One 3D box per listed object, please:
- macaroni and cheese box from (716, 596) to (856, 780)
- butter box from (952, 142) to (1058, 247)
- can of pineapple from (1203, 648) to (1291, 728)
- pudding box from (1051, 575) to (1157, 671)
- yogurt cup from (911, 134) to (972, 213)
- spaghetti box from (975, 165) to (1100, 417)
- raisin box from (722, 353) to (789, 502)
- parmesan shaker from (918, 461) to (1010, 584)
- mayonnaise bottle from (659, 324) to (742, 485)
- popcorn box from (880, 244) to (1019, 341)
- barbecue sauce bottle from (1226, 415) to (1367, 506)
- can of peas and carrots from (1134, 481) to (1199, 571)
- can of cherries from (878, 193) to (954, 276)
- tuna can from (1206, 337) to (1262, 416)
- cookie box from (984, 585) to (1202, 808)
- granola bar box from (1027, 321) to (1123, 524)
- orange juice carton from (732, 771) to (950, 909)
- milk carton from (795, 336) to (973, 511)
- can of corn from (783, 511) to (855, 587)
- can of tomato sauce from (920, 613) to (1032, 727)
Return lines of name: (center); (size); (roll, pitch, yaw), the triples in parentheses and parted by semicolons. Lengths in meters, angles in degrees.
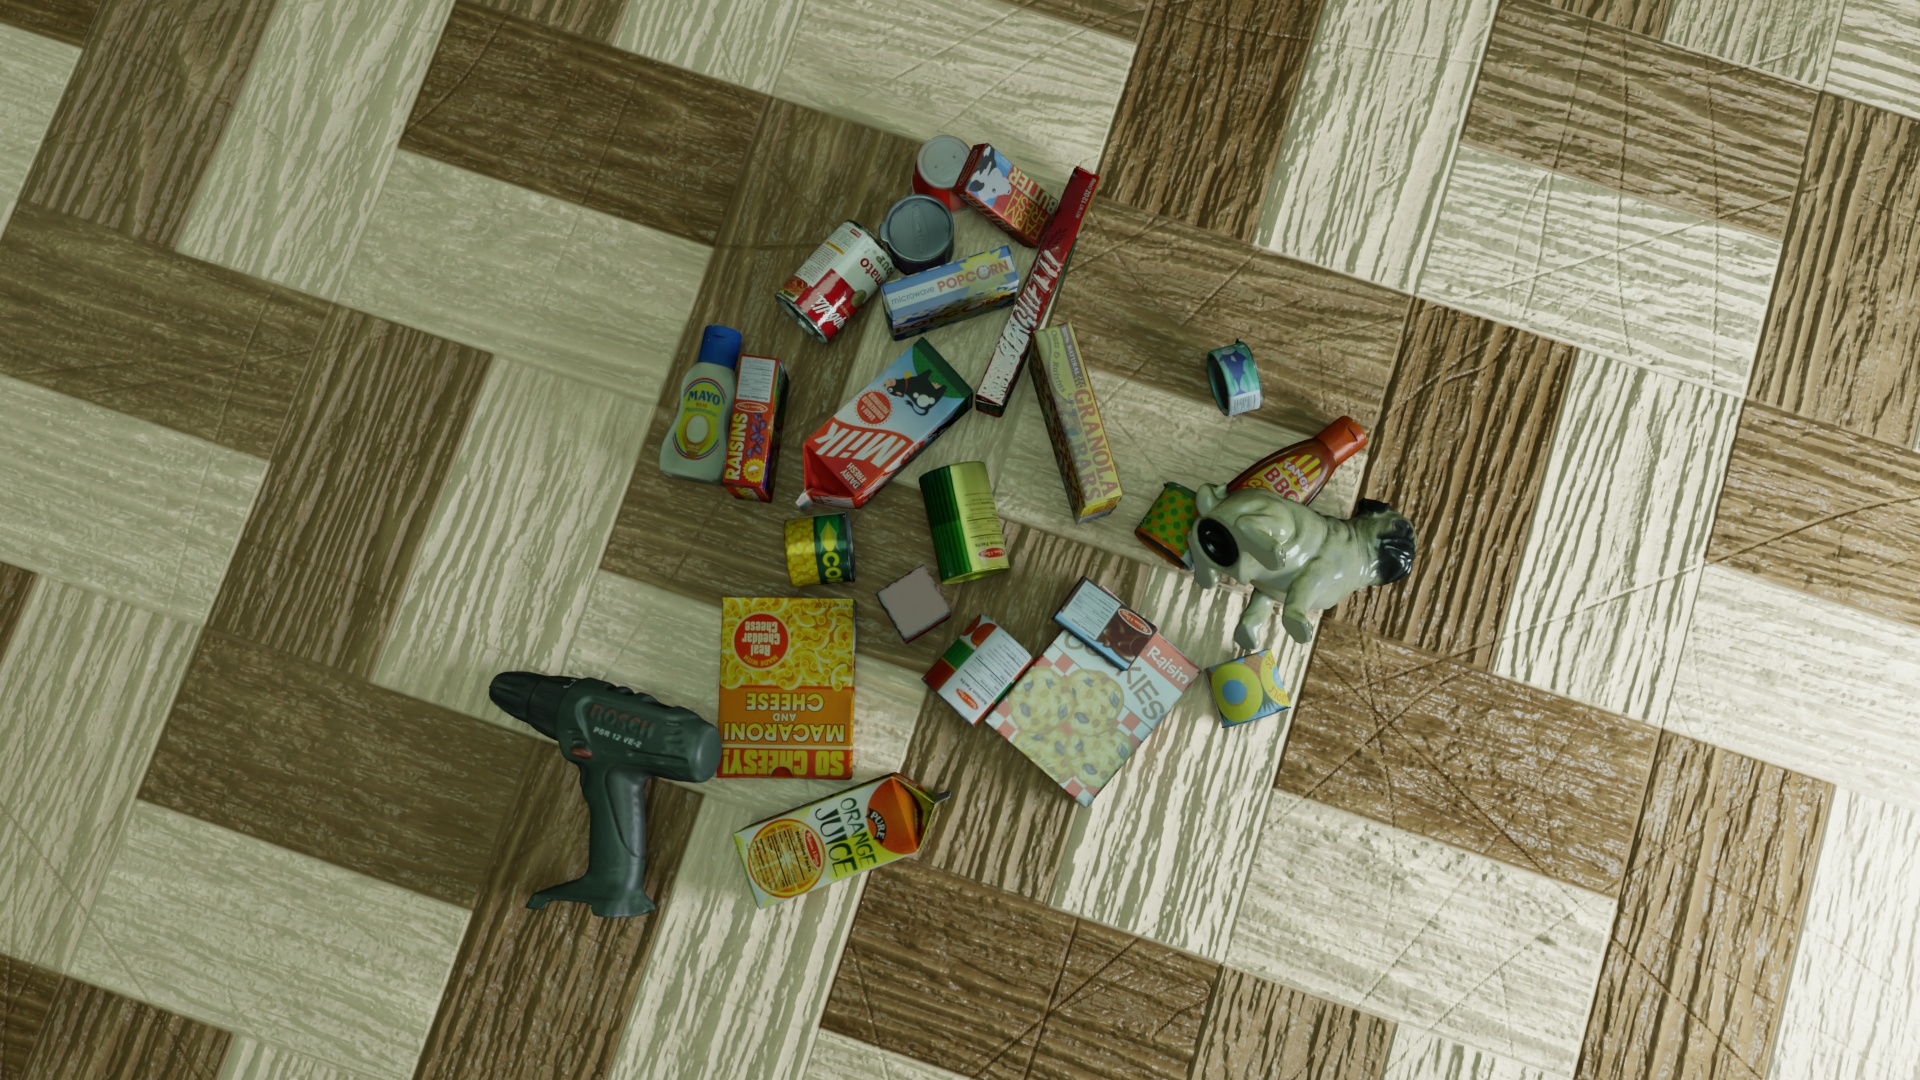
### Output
macaroni and cheese box: (-0.160, 0.137, 1.285); (0.124, 0.040, 0.166); (0, 82, 1)
butter box: (0.044, -0.329, 1.331); (0.103, 0.024, 0.053); (31, 80, -35)
can of pineapple: (0.264, 0.135, 1.274); (0.071, 0.071, 0.058); (-17, 83, -3)
pudding box: (0.130, 0.076, 1.259); (0.084, 0.030, 0.050); (35, 83, 5)
yogurt cup: (-0.015, -0.358, 1.348); (0.072, 0.054, 0.072); (0, 83, 0)
spaghetti box: (0.073, -0.237, 1.334); (0.029, 0.050, 0.250); (23, 83, 4)
raisin box: (-0.191, -0.103, 1.295); (0.040, 0.086, 0.123); (7, 82, -1)
parmesan shaker: (0.005, -0.016, 1.297); (0.071, 0.071, 0.103); (-13, 82, -2)
mayonnaise bottle: (-0.241, -0.129, 1.321); (0.065, 0.041, 0.148); (11, 83, 3)
popcorn box: (-0.011, -0.233, 1.315); (0.127, 0.085, 0.038); (-18, 84, -3)
barbecue sauce bottle: (0.316, -0.061, 1.314); (0.149, 0.043, 0.065); (-37, 90, -5)
can of peas and carrots: (0.203, -0.014, 1.297); (0.071, 0.071, 0.059); (35, 84, 4)
can of cherries: (-0.042, -0.292, 1.337); (0.071, 0.058, 0.071); (0, 83, 0)
tuna can: (0.258, -0.155, 1.316); (0.033, 0.071, 0.071); (-15, 83, -2)
cookie box: (0.123, 0.143, 1.287); (0.123, 0.040, 0.167); (41, 85, 5)
granola bar box: (0.105, -0.105, 1.278); (0.039, 0.124, 0.165); (-16, 83, -1)
orange juice carton: (-0.099, 0.262, 1.252); (0.193, 0.071, 0.073); (-20, 83, -3)
milk carton: (-0.081, -0.095, 1.302); (0.191, 0.072, 0.073); (-42, 85, -5)
can of corn: (-0.130, 0.011, 1.288); (0.058, 0.071, 0.071); (-6, 83, 0)
can of tomato sauce: (0.015, 0.118, 1.278); (0.071, 0.071, 0.083); (41, 84, 5)
